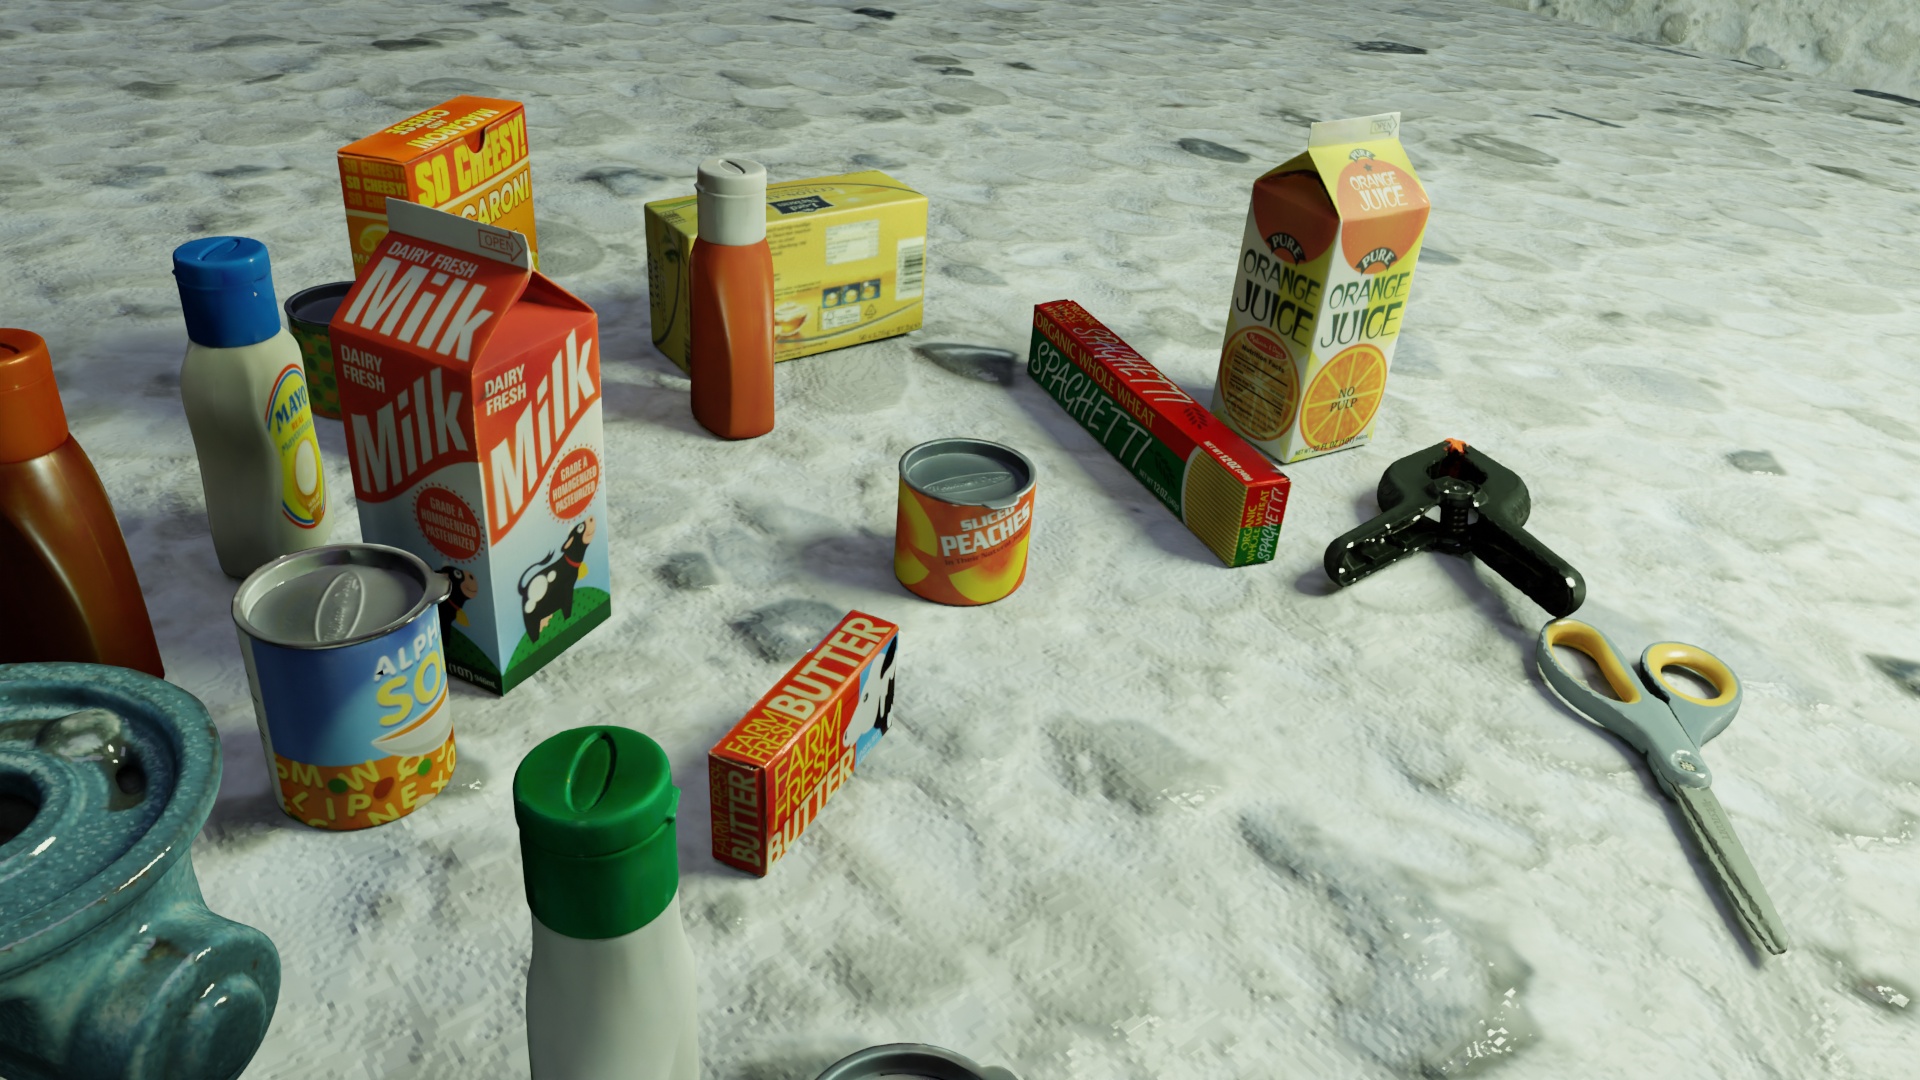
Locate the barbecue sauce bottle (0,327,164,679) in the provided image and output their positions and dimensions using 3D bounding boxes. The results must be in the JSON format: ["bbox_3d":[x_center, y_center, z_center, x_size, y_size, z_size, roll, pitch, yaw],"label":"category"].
[{"bbox_3d":[-0.347,-0.005,0.522,0.065,0.147,0.044,14,32,14],"label":"barbecue sauce bottle"}]

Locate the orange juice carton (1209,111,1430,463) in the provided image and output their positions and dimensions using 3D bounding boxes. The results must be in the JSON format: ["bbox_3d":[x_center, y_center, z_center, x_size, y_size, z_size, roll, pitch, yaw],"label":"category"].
[{"bbox_3d":[0.208,-0.148,0.801,0.072,0.191,0.073,-14,36,-29],"label":"orange juice carton"}]

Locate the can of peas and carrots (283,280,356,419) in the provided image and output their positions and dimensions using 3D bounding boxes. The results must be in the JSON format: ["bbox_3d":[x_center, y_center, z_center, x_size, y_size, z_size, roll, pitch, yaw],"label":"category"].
[{"bbox_3d":[-0.336,-0.107,0.779,0.071,0.058,0.071,4,31,-2],"label":"can of peas and carrots"}]

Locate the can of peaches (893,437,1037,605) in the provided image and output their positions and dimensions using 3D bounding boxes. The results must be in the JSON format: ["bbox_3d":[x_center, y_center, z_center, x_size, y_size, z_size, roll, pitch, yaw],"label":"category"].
[{"bbox_3d":[0.002,-0.008,0.668,0.071,0.057,0.071,4,31,-2],"label":"can of peaches"}]

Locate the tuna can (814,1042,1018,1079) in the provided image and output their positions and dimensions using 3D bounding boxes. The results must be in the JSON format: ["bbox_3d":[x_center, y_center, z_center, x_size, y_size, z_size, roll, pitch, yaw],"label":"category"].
[{"bbox_3d":[-0.013,0.176,0.385,0.071,0.032,0.071,4,31,-2],"label":"tuna can"}]

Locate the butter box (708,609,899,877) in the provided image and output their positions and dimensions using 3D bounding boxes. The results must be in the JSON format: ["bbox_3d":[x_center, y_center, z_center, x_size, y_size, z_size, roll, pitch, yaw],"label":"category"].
[{"bbox_3d":[-0.057,0.074,0.527,0.024,0.052,0.104,17,33,19],"label":"butter box"}]

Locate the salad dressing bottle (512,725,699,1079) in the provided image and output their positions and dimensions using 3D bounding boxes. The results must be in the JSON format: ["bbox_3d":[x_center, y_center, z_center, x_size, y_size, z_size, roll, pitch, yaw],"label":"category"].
[{"bbox_3d":[-0.091,0.116,0.362,0.044,0.146,0.064,3,31,-4],"label":"salad dressing bottle"}]

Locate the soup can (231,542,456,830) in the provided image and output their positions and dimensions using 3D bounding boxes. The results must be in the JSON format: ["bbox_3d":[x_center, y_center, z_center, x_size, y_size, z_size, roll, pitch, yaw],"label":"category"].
[{"bbox_3d":[-0.220,0.053,0.508,0.071,0.083,0.072,4,31,-2],"label":"soup can"}]

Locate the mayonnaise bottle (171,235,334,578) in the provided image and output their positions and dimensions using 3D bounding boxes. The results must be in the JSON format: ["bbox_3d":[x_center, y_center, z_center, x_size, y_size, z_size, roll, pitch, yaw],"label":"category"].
[{"bbox_3d":[-0.314,-0.058,0.616,0.041,0.147,0.065,4,31,-1],"label":"mayonnaise bottle"}]

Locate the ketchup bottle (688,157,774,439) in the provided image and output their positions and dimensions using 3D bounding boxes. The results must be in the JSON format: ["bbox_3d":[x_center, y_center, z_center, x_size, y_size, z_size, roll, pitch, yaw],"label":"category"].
[{"bbox_3d":[-0.127,-0.134,0.769,0.044,0.148,0.065,-13,35,-28],"label":"ketchup bottle"}]

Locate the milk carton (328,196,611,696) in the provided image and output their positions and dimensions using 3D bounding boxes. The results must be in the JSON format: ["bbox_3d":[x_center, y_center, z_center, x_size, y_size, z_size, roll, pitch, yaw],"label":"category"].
[{"bbox_3d":[-0.195,-0.040,0.563,0.072,0.189,0.074,18,33,20],"label":"milk carton"}]

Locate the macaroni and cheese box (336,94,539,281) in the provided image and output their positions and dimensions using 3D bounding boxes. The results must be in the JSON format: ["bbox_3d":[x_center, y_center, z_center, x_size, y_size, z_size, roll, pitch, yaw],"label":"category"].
[{"bbox_3d":[-0.267,-0.138,0.737,0.040,0.165,0.124,9,31,7],"label":"macaroni and cheese box"}]

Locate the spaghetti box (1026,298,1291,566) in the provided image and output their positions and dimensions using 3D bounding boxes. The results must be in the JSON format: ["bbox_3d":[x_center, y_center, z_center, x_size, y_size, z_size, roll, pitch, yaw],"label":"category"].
[{"bbox_3d":[0.103,-0.070,0.793,0.029,0.050,0.251,-9,34,-22],"label":"spaghetti box"}]
